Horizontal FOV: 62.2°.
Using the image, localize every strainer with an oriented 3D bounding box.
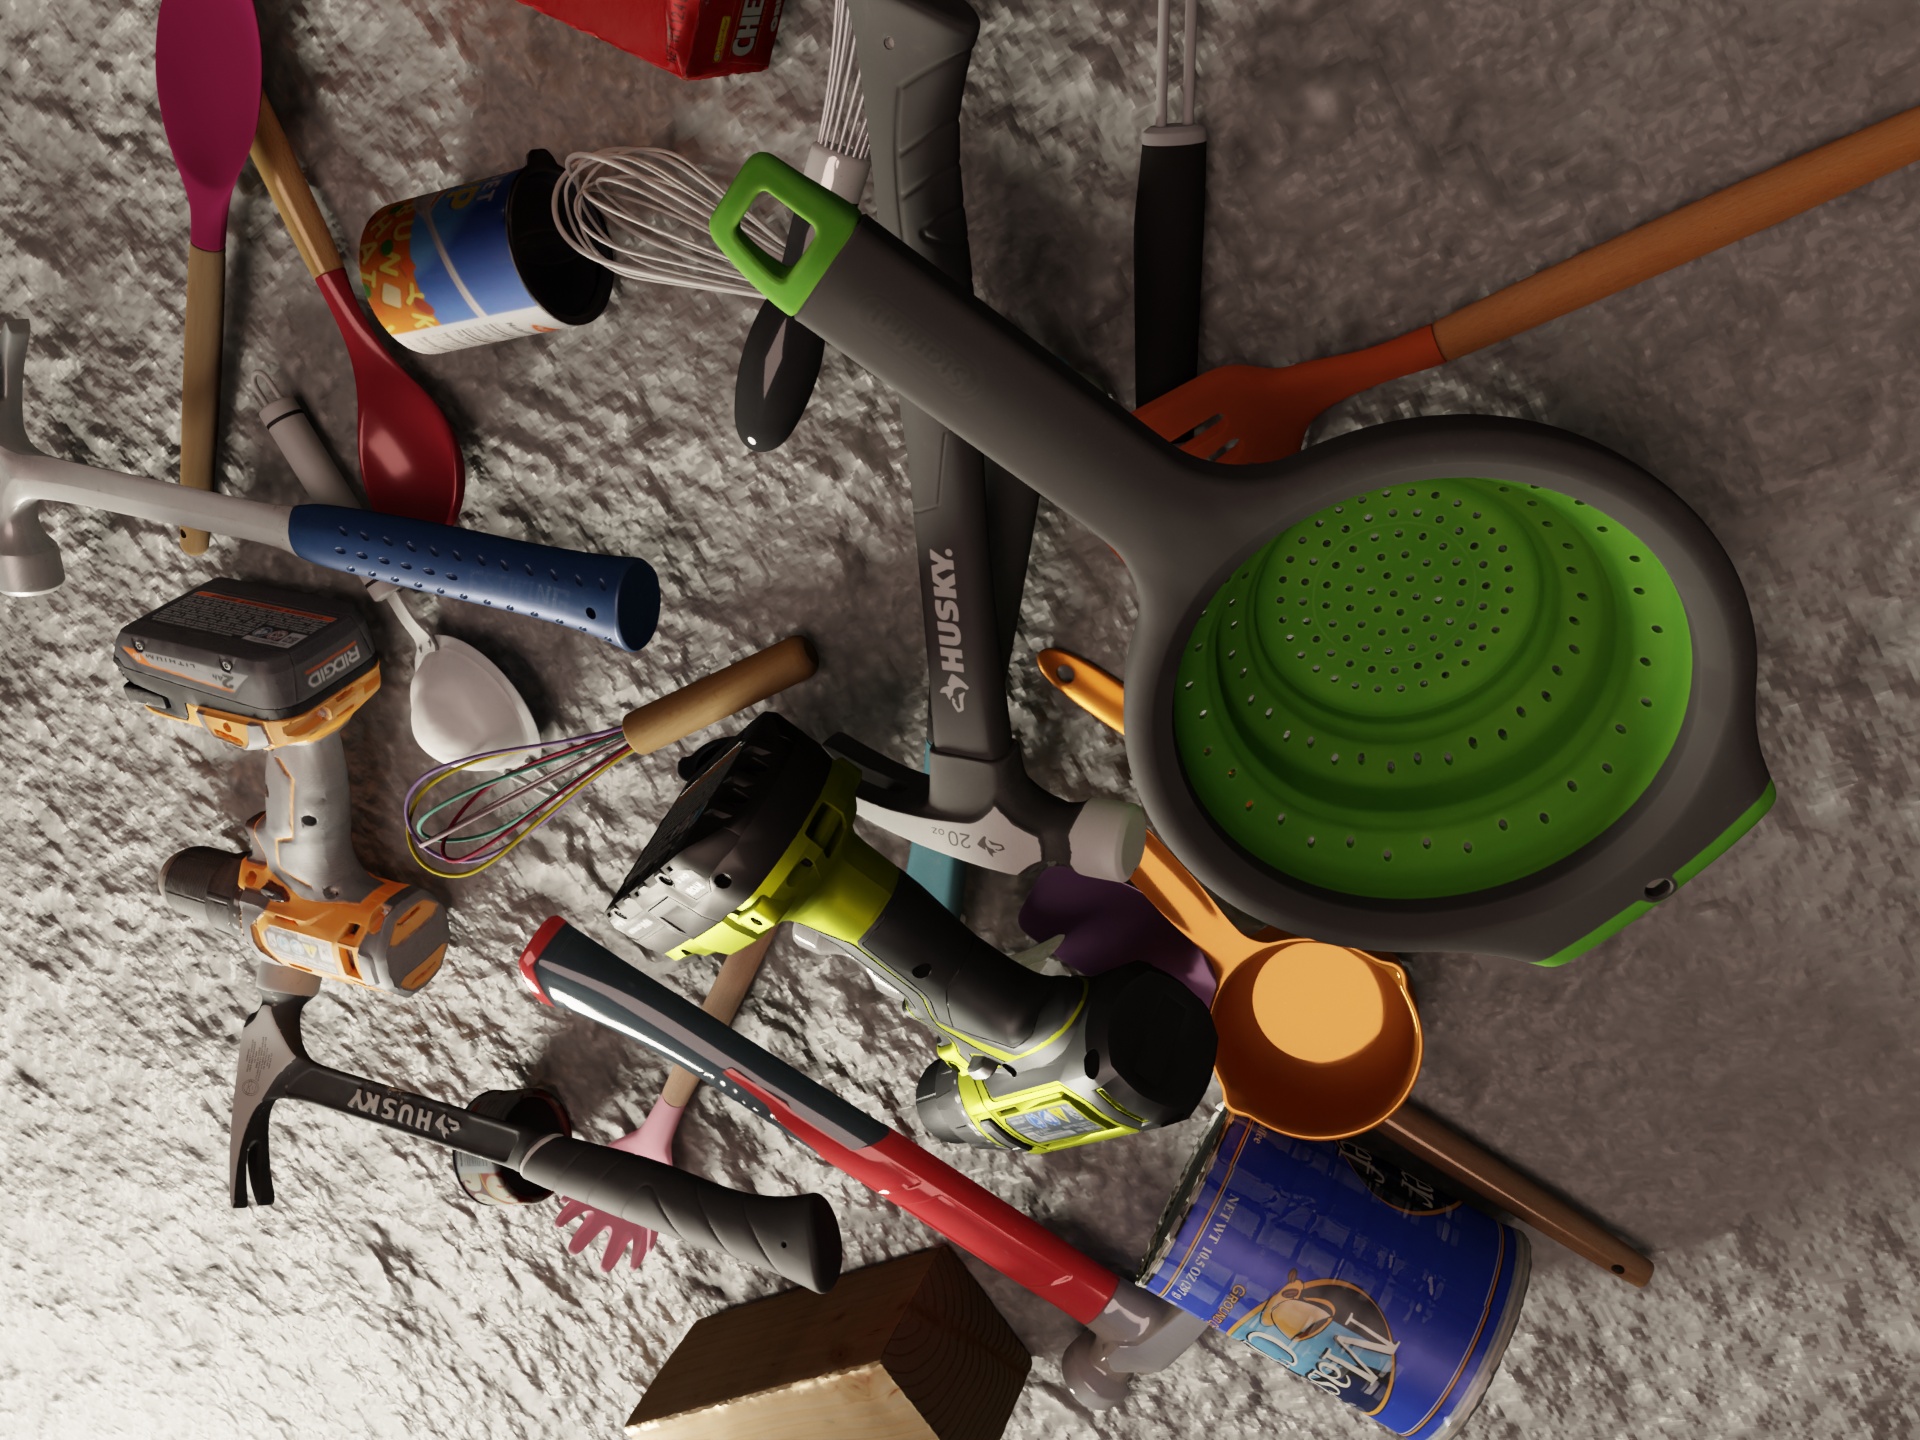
[{"bbox_3d":[-0.287,-0.060,0.801,0.087,0.050,0.258,-21,102,46],"label":"strainer"}]

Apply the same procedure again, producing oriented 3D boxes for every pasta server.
[{"bbox_3d":[-0.150,0.193,0.865,0.060,0.040,0.316,29,122,1],"label":"pasta server"}]

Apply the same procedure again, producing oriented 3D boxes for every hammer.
[{"bbox_3d":[-0.245,0.236,0.863,0.409,0.036,0.149,9,83,25],"label":"hammer"},{"bbox_3d":[-0.325,-0.098,0.760,0.405,0.035,0.144,13,116,20],"label":"hammer"},{"bbox_3d":[-0.001,-0.002,0.680,0.128,0.033,0.330,22,127,18],"label":"hammer"},{"bbox_3d":[-0.010,-0.094,0.586,0.146,0.035,0.334,9,122,27],"label":"hammer"},{"bbox_3d":[-0.047,0.204,0.802,0.386,0.038,0.143,33,123,0],"label":"hammer"}]

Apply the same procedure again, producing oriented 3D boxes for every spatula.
[{"bbox_3d":[0.167,0.159,0.714,0.316,0.018,0.059,32,124,8],"label":"spatula"},{"bbox_3d":[0.188,-0.134,0.543,0.322,0.041,0.081,-21,129,30],"label":"spatula"}]

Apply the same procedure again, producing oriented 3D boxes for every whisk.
[{"bbox_3d":[-0.053,-0.171,0.636,0.246,0.059,0.057,25,159,7],"label":"whisk"},{"bbox_3d":[-0.172,0.018,0.767,0.245,0.047,0.051,-24,142,19],"label":"whisk"},{"bbox_3d":[-0.036,-0.227,0.564,0.070,0.070,0.284,26,115,11],"label":"whisk"}]

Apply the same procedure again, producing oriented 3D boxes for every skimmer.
[{"bbox_3d":[0.077,-0.247,0.508,0.127,0.090,0.363,-6,119,-7],"label":"skimmer"}]

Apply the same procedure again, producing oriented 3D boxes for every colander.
[{"bbox_3d":[0.095,-0.068,0.544,0.397,0.095,0.204,34,120,-15],"label":"colander"}]

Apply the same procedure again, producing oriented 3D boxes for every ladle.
[{"bbox_3d":[-0.303,-0.230,0.730,0.069,0.031,0.315,-12,107,33],"label":"ladle"}]

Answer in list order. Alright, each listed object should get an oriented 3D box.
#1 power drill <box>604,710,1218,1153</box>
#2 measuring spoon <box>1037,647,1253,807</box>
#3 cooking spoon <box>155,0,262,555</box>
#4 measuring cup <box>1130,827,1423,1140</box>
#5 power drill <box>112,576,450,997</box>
[{"bbox_3d":[-0.029,0.108,0.675,0.228,0.080,0.190,36,147,-13],"label":"power drill"},{"bbox_3d":[0.080,0.006,0.680,0.117,0.011,0.021,35,124,5],"label":"measuring spoon"},{"bbox_3d":[-0.359,-0.204,0.756,0.069,0.017,0.318,37,130,15],"label":"cooking spoon"},{"bbox_3d":[0.122,0.096,0.679,0.095,0.052,0.173,-45,85,17],"label":"measuring cup"},{"bbox_3d":[-0.385,0.040,0.874,0.185,0.084,0.226,11,123,21],"label":"power drill"}]
